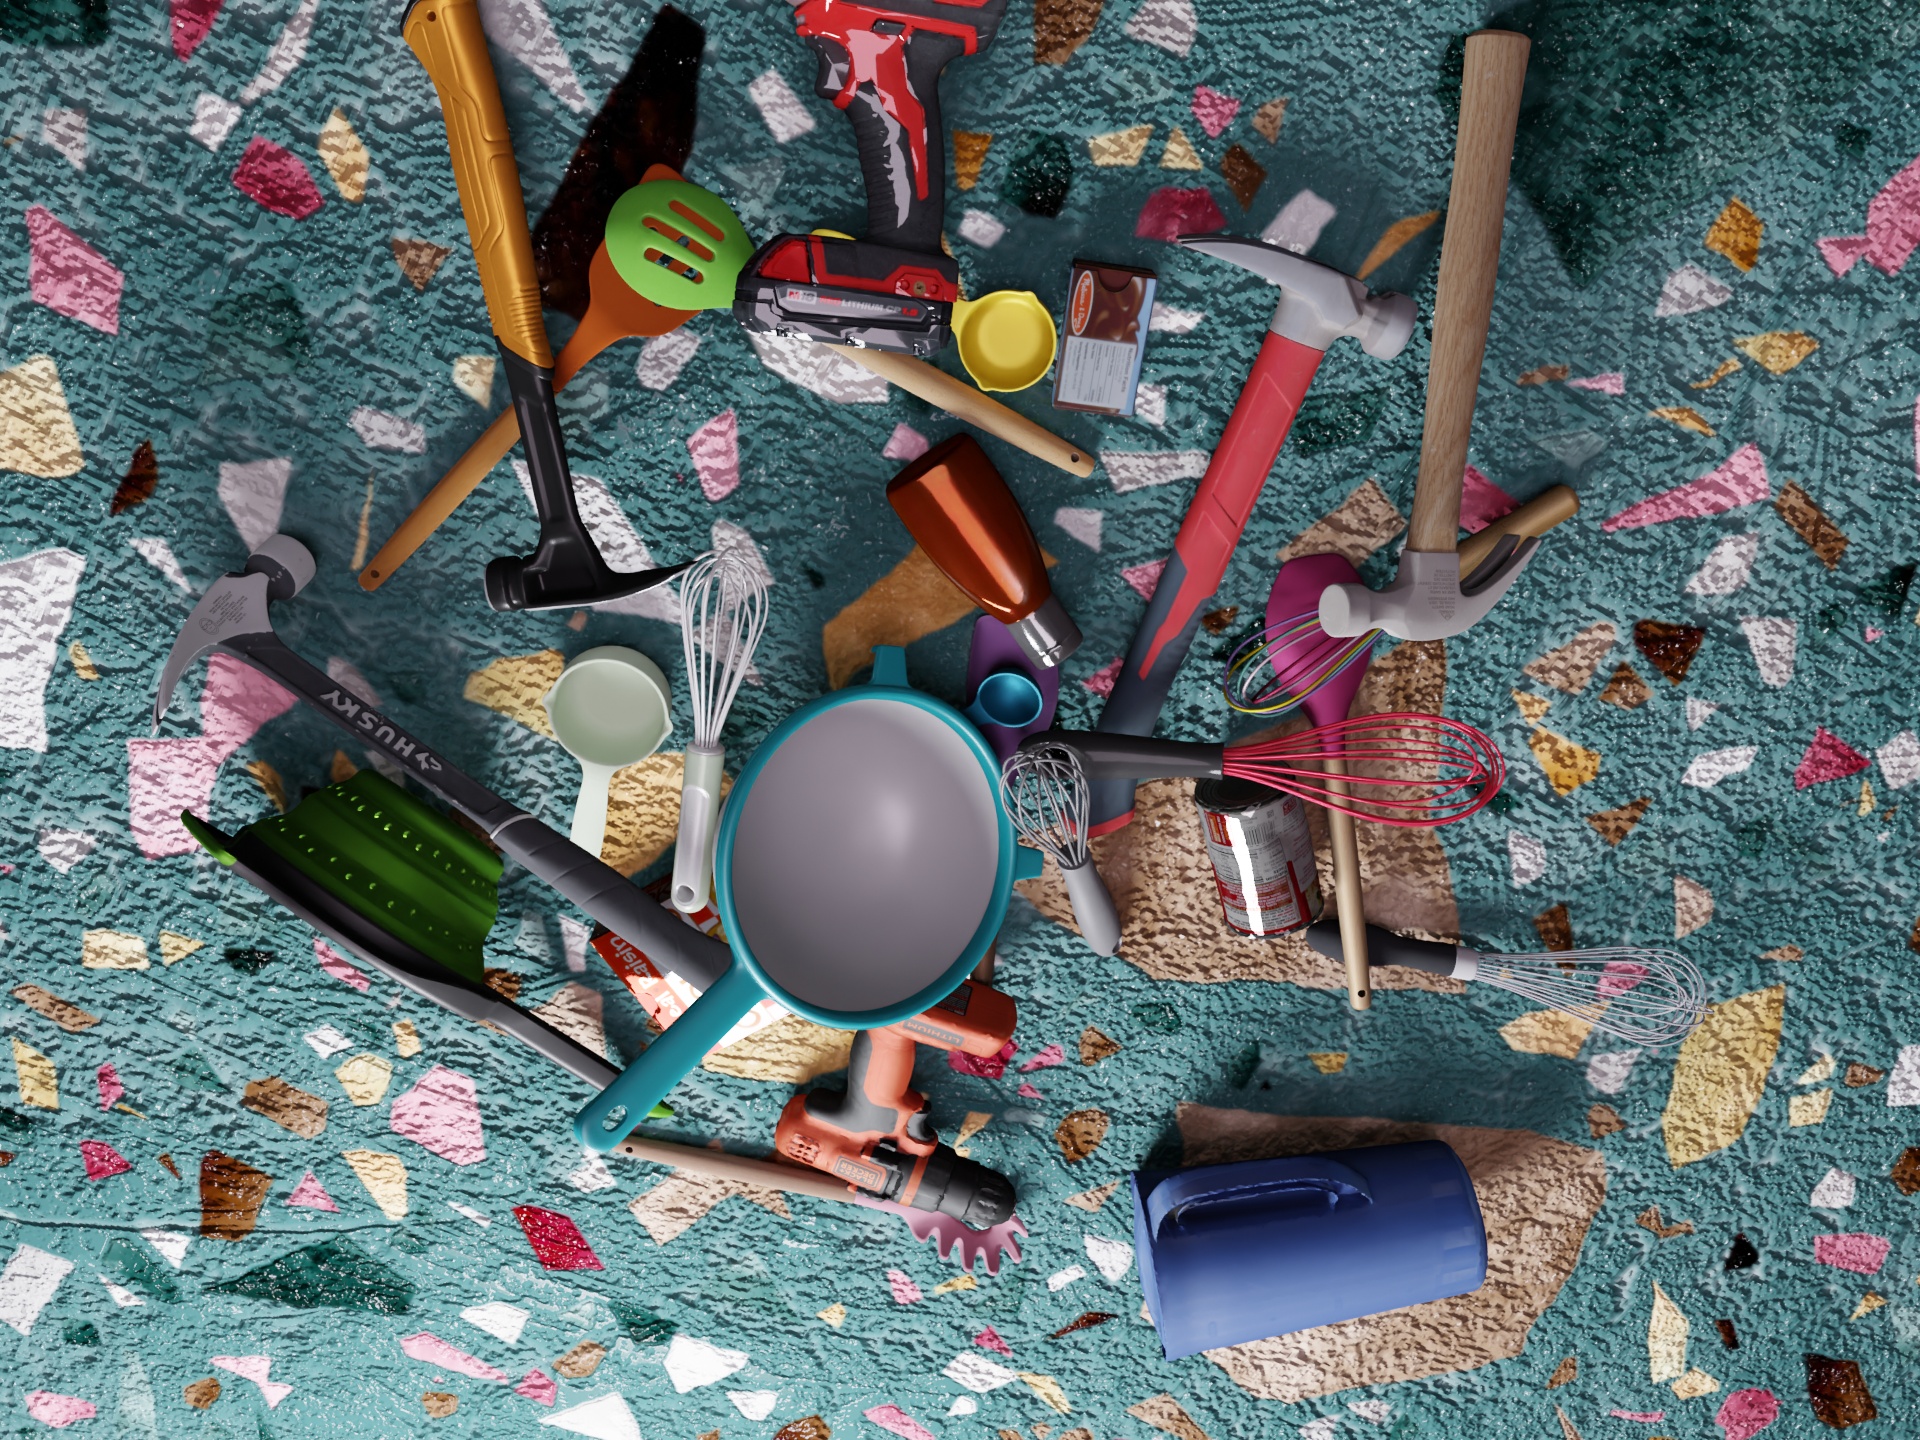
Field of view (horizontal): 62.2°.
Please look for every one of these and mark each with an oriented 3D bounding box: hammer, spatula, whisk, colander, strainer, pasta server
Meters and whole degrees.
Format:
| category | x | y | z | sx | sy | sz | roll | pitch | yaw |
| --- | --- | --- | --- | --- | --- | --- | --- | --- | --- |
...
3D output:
| category | x | y | z | sx | sy | sz | roll | pitch | yaw |
| --- | --- | --- | --- | --- | --- | --- | --- | --- | --- |
| hammer | 0.282 | -0.209 | 0.894 | 0.130 | 0.031 | 0.331 | -1 | 105 | -22 |
| spatula | -0.255 | -0.186 | 0.943 | 0.322 | 0.041 | 0.081 | -40 | 108 | 21 |
| whisk | 0.072 | 0.091 | 1.023 | 0.055 | 0.055 | 0.238 | -16 | 139 | 7 |
| hammer | -0.291 | 0.056 | 0.970 | 0.408 | 0.149 | 0.036 | 38 | 134 | -12 |
| colander | -0.313 | 0.143 | 1.057 | 0.396 | 0.205 | 0.094 | 44 | 73 | -35 |
| whisk | 0.181 | 0.027 | 0.979 | 0.296 | 0.073 | 0.073 | 2 | 116 | 11 |
| whisk | 0.271 | -0.072 | 0.975 | 0.245 | 0.047 | 0.051 | -31 | 104 | 3 |
| whisk | 0.379 | 0.174 | 1.103 | 0.284 | 0.070 | 0.070 | 11 | 115 | 0 |
| hammer | -0.241 | -0.228 | 0.883 | 0.127 | 0.034 | 0.336 | -5 | 107 | 17 |
| strainer | -0.116 | 0.122 | 0.976 | 0.340 | 0.095 | 0.210 | -44 | 116 | -22 |
| spatula | 0.025 | 0.078 | 1.071 | 0.060 | 0.018 | 0.315 | 6 | 114 | 1 |
| pasta server | -0.105 | 0.352 | 1.190 | 0.316 | 0.040 | 0.060 | 14 | 102 | -6 |
| hammer | 0.130 | -0.098 | 0.977 | 0.143 | 0.038 | 0.386 | 18 | 114 | -8 |
| whisk | -0.160 | 0.010 | 1.003 | 0.058 | 0.059 | 0.246 | 13 | 109 | 11 |

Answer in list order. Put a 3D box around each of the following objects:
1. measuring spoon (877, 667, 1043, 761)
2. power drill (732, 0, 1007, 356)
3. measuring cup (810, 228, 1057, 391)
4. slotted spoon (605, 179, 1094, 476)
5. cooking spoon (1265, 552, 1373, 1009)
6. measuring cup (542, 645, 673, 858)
| category | x | y | z | sx | sy | sz | roll | pitch | yaw |
| --- | --- | --- | --- | --- | --- | --- | --- | --- | --- |
| measuring spoon | -0.002 | -0.003 | 1.026 | 0.128 | 0.021 | 0.042 | -23 | 117 | 30 |
| power drill | -0.058 | -0.310 | 0.834 | 0.143 | 0.079 | 0.219 | 5 | 104 | -14 |
| measuring cup | -0.015 | -0.244 | 0.919 | 0.156 | 0.029 | 0.062 | 28 | 112 | 0 |
| slotted spoon | -0.056 | -0.217 | 0.918 | 0.313 | 0.031 | 0.070 | 25 | 88 | -17 |
| cooking spoon | 0.248 | 0.046 | 1.041 | 0.069 | 0.017 | 0.318 | -9 | 108 | 4 |
| measuring cup | -0.233 | 0.027 | 1.035 | 0.083 | 0.038 | 0.167 | 13 | 117 | -6 |
